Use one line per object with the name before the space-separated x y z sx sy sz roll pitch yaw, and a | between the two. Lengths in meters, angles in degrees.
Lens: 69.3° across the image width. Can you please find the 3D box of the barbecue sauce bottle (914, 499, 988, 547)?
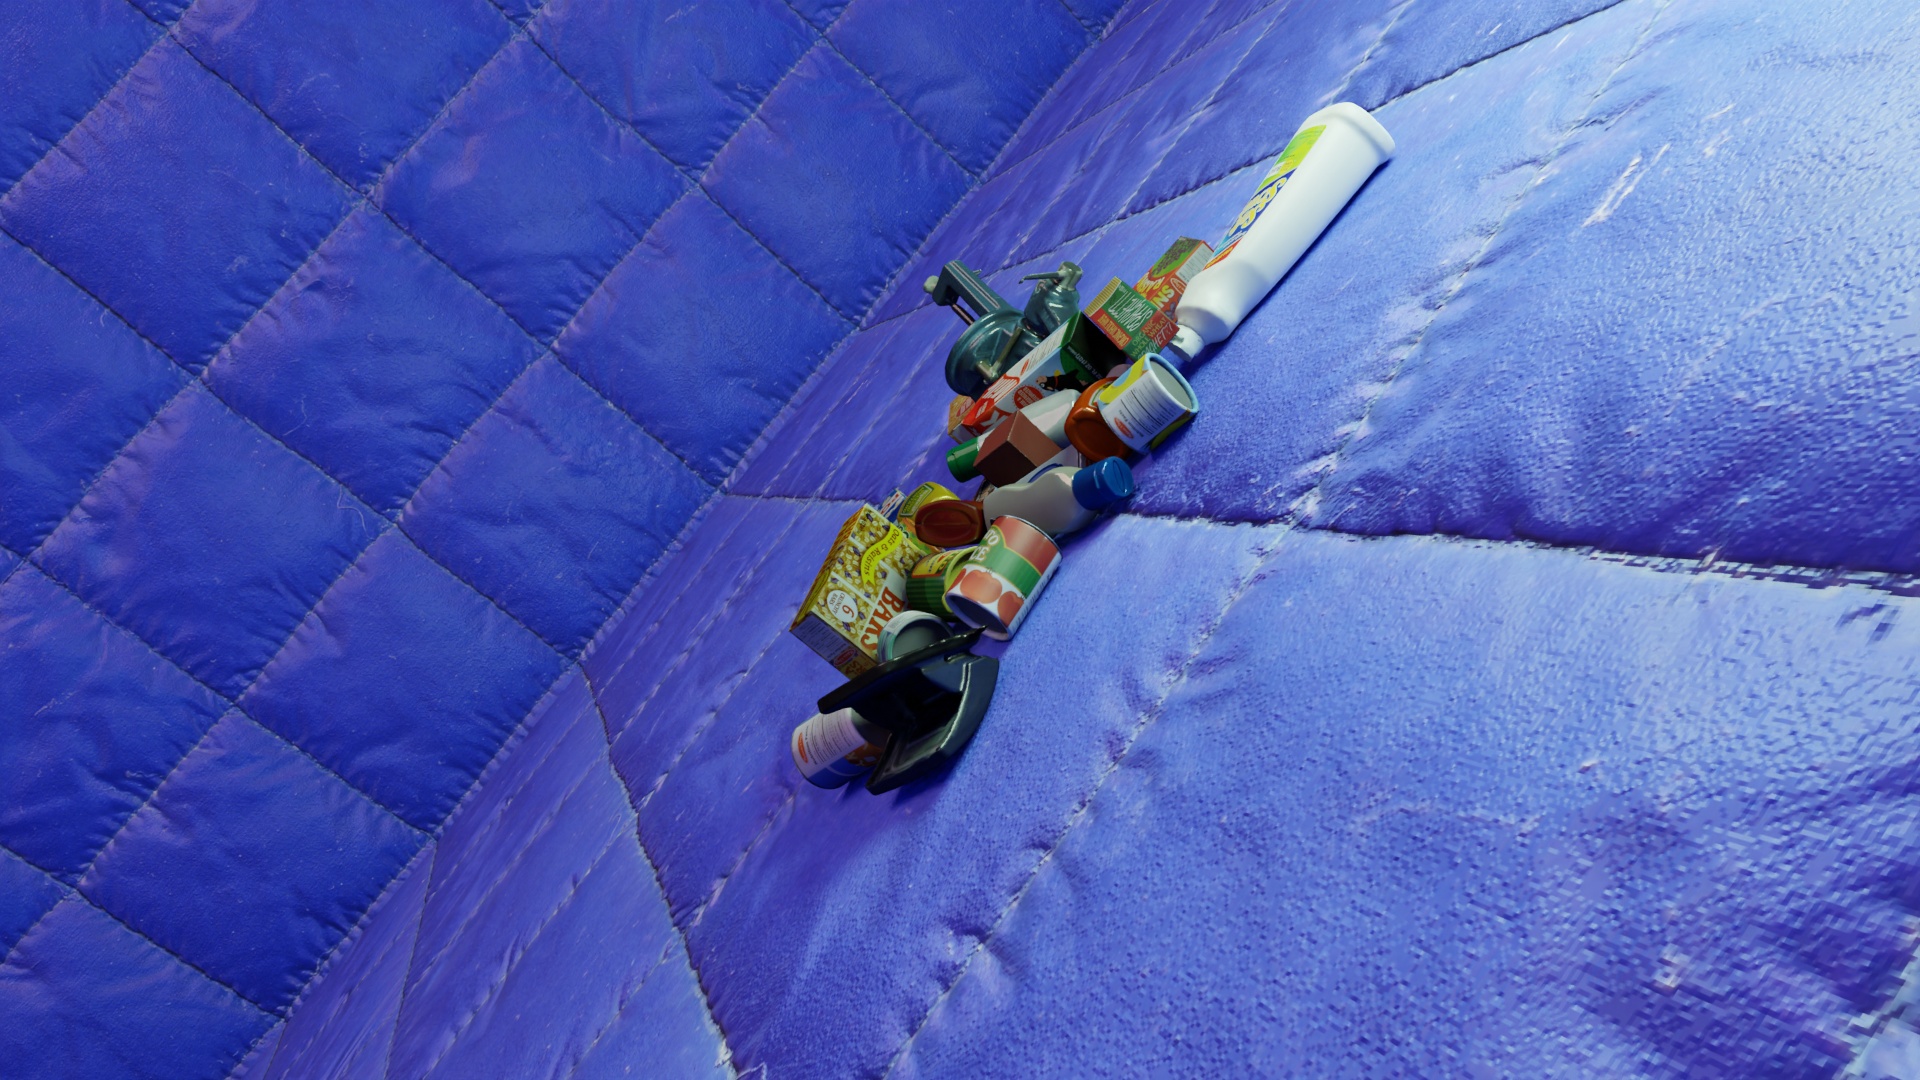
barbecue sauce bottle | 0.005 -0.016 1.303 0.148 0.065 0.043 -5 -86 -77

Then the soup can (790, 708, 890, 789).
soup can | -0.093 0.167 1.188 0.083 0.071 0.072 -36 20 38

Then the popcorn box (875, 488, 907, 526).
popcorn box | -0.099 0.001 1.657 0.126 0.038 0.085 -49 15 0

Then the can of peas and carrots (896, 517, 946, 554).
can of peas and carrots | -0.054 0.017 1.429 0.058 0.071 0.071 -48 15 4

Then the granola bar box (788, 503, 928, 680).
granola bar box | -0.075 0.059 1.283 0.039 0.124 0.166 -38 19 36

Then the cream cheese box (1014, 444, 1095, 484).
cream cheese box | 0.082 -0.043 1.250 0.103 0.024 0.053 -34 44 44

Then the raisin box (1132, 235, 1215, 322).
raisin box | 0.205 -0.250 1.411 0.123 0.040 0.086 -48 16 7

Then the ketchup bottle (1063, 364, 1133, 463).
ketchup bottle | 0.136 -0.118 1.249 0.043 0.065 0.149 -50 4 30

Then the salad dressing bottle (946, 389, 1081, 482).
salad dressing bottle | 0.057 -0.101 1.374 0.147 0.044 0.064 -22 36 22

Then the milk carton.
milk carton | 0.078 -0.146 1.453 0.189 0.072 0.074 -38 19 33

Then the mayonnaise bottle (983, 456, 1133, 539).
mayonnaise bottle | 0.083 -0.032 1.187 0.041 0.065 0.147 -10 -9 -44

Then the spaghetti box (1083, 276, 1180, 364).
spaghetti box | 0.157 -0.206 1.297 0.050 0.028 0.251 -48 13 11

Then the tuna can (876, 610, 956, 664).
tuna can | -0.036 0.097 1.200 0.071 0.071 0.033 -52 16 -11

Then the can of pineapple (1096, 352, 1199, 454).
can of pineapple | 0.158 -0.116 1.167 0.057 0.071 0.071 -41 17 27

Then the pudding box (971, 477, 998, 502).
pudding box | 0.043 -0.055 1.408 0.049 0.030 0.084 -31 23 46

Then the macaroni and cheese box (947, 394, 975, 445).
macaroni and cheese box | 0.054 -0.195 1.700 0.166 0.040 0.124 -45 16 17

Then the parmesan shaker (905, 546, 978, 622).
parmesan shaker | -0.004 0.042 1.231 0.071 0.071 0.103 -54 16 -16

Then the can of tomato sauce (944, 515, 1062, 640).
can of tomato sauce | 0.034 0.030 1.152 0.083 0.071 0.071 -56 16 -21

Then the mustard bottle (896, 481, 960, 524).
mustard bottle | -0.025 -0.028 1.498 0.065 0.049 0.160 -53 15 -6
